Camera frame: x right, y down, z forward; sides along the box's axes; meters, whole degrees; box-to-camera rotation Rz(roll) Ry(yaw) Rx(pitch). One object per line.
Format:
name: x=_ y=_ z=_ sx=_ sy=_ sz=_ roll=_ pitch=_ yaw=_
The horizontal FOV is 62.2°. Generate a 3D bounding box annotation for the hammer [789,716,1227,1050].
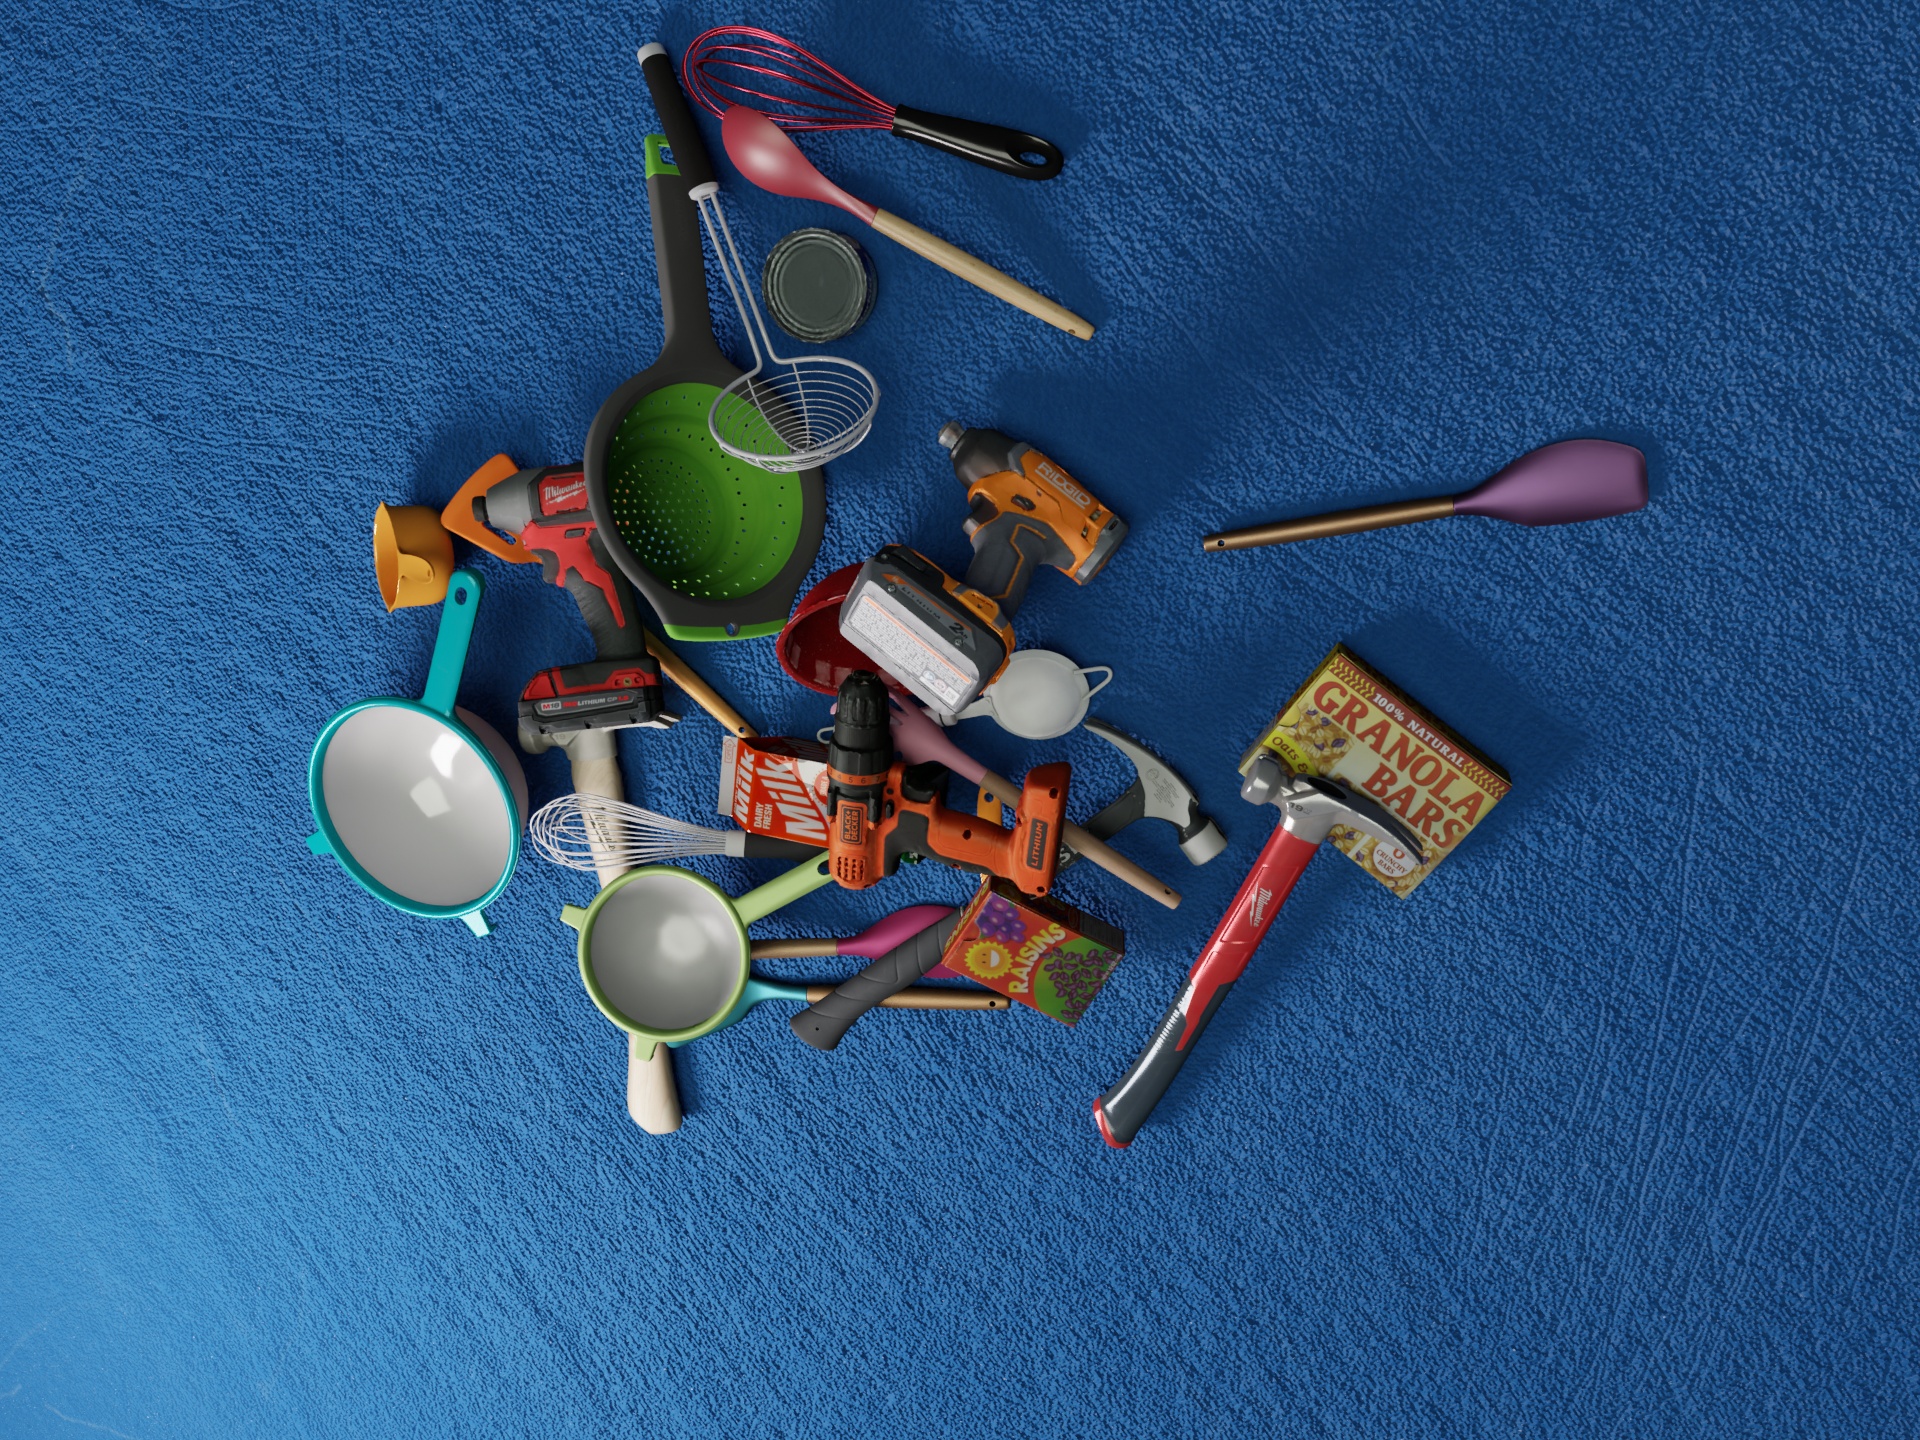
hammer: x=0.015 y=0.156 z=1.329 sx=0.409 sy=0.036 sz=0.149 roll=-37 pitch=92 yaw=17

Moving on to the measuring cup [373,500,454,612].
measuring cup: x=-0.445 y=-0.134 z=1.332 sx=0.174 sy=0.052 sz=0.095 roll=18 pitch=112 yaw=54

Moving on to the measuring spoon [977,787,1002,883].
measuring spoon: x=0.023 y=0.105 z=1.293 sx=0.021 sy=0.011 sz=0.117 roll=3 pitch=102 yaw=13

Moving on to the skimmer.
skimmer: x=-0.169 y=-0.351 z=1.180 sx=0.127 sy=0.090 sz=0.363 roll=-20 pitch=86 yaw=-9

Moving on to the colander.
colander: x=-0.226 y=-0.255 z=1.258 sx=0.094 sy=0.204 sz=0.397 roll=-9 pitch=87 yaw=53

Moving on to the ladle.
ladle: x=-0.040 y=-0.362 z=1.184 sx=0.315 sy=0.069 sz=0.031 roll=27 pitch=69 yaw=-6

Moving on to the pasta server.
pasta server: x=0.039 y=0.062 z=1.265 sx=0.316 sy=0.060 sz=0.040 roll=33 pitch=155 yaw=-2

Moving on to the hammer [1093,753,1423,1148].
hammer: x=0.218 y=0.211 z=1.280 sx=0.143 sy=0.038 sz=0.386 roll=26 pitch=118 yaw=4

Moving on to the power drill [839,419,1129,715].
power drill: x=0.009 y=-0.126 z=1.171 sx=0.164 sy=0.226 sz=0.084 roll=39 pitch=142 yaw=2

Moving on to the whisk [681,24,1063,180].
whisk: x=-0.066 y=-0.449 z=1.177 sx=0.296 sy=0.073 sz=0.073 roll=17 pitch=110 yaw=4

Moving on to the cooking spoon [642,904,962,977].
cooking spoon: x=-0.132 y=0.199 z=1.394 sx=0.319 sy=0.017 sz=0.068 roll=-3 pitch=106 yaw=9

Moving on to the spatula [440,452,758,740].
spatula: x=-0.296 y=-0.091 z=1.355 sx=0.322 sy=0.041 sz=0.081 roll=43 pitch=89 yaw=-2

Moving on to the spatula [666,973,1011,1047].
spatula: x=-0.112 y=0.249 z=1.406 sx=0.317 sy=0.044 sz=0.082 roll=-1 pitch=104 yaw=15

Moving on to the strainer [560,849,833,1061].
strainer: x=-0.200 y=0.169 z=1.358 sx=0.256 sy=0.069 sz=0.151 roll=-28 pitch=90 yaw=7

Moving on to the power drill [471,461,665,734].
power drill: x=-0.319 y=-0.101 z=1.307 sx=0.143 sy=0.078 sz=0.219 roll=-6 pitch=91 yaw=-6

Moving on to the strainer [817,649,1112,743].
strainer: x=-0.002 y=-0.004 z=1.299 sx=0.258 sy=0.050 sz=0.086 roll=-10 pitch=122 yaw=21

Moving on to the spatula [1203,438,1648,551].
spatula: x=0.336 y=-0.156 z=1.171 sx=0.316 sy=0.018 sz=0.059 roll=-8 pitch=103 yaw=16

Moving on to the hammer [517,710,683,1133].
hammer: x=-0.292 y=0.185 z=1.441 sx=0.146 sy=0.038 sz=0.410 roll=-3 pitch=106 yaw=15

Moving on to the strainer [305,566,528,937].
strainer: x=-0.443 y=0.010 z=1.391 sx=0.211 sy=0.095 sz=0.340 roll=25 pitch=115 yaw=8

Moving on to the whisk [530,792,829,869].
whisk: x=-0.224 y=0.103 z=1.362 sx=0.284 sy=0.070 sz=0.070 roll=5 pitch=108 yaw=-4
